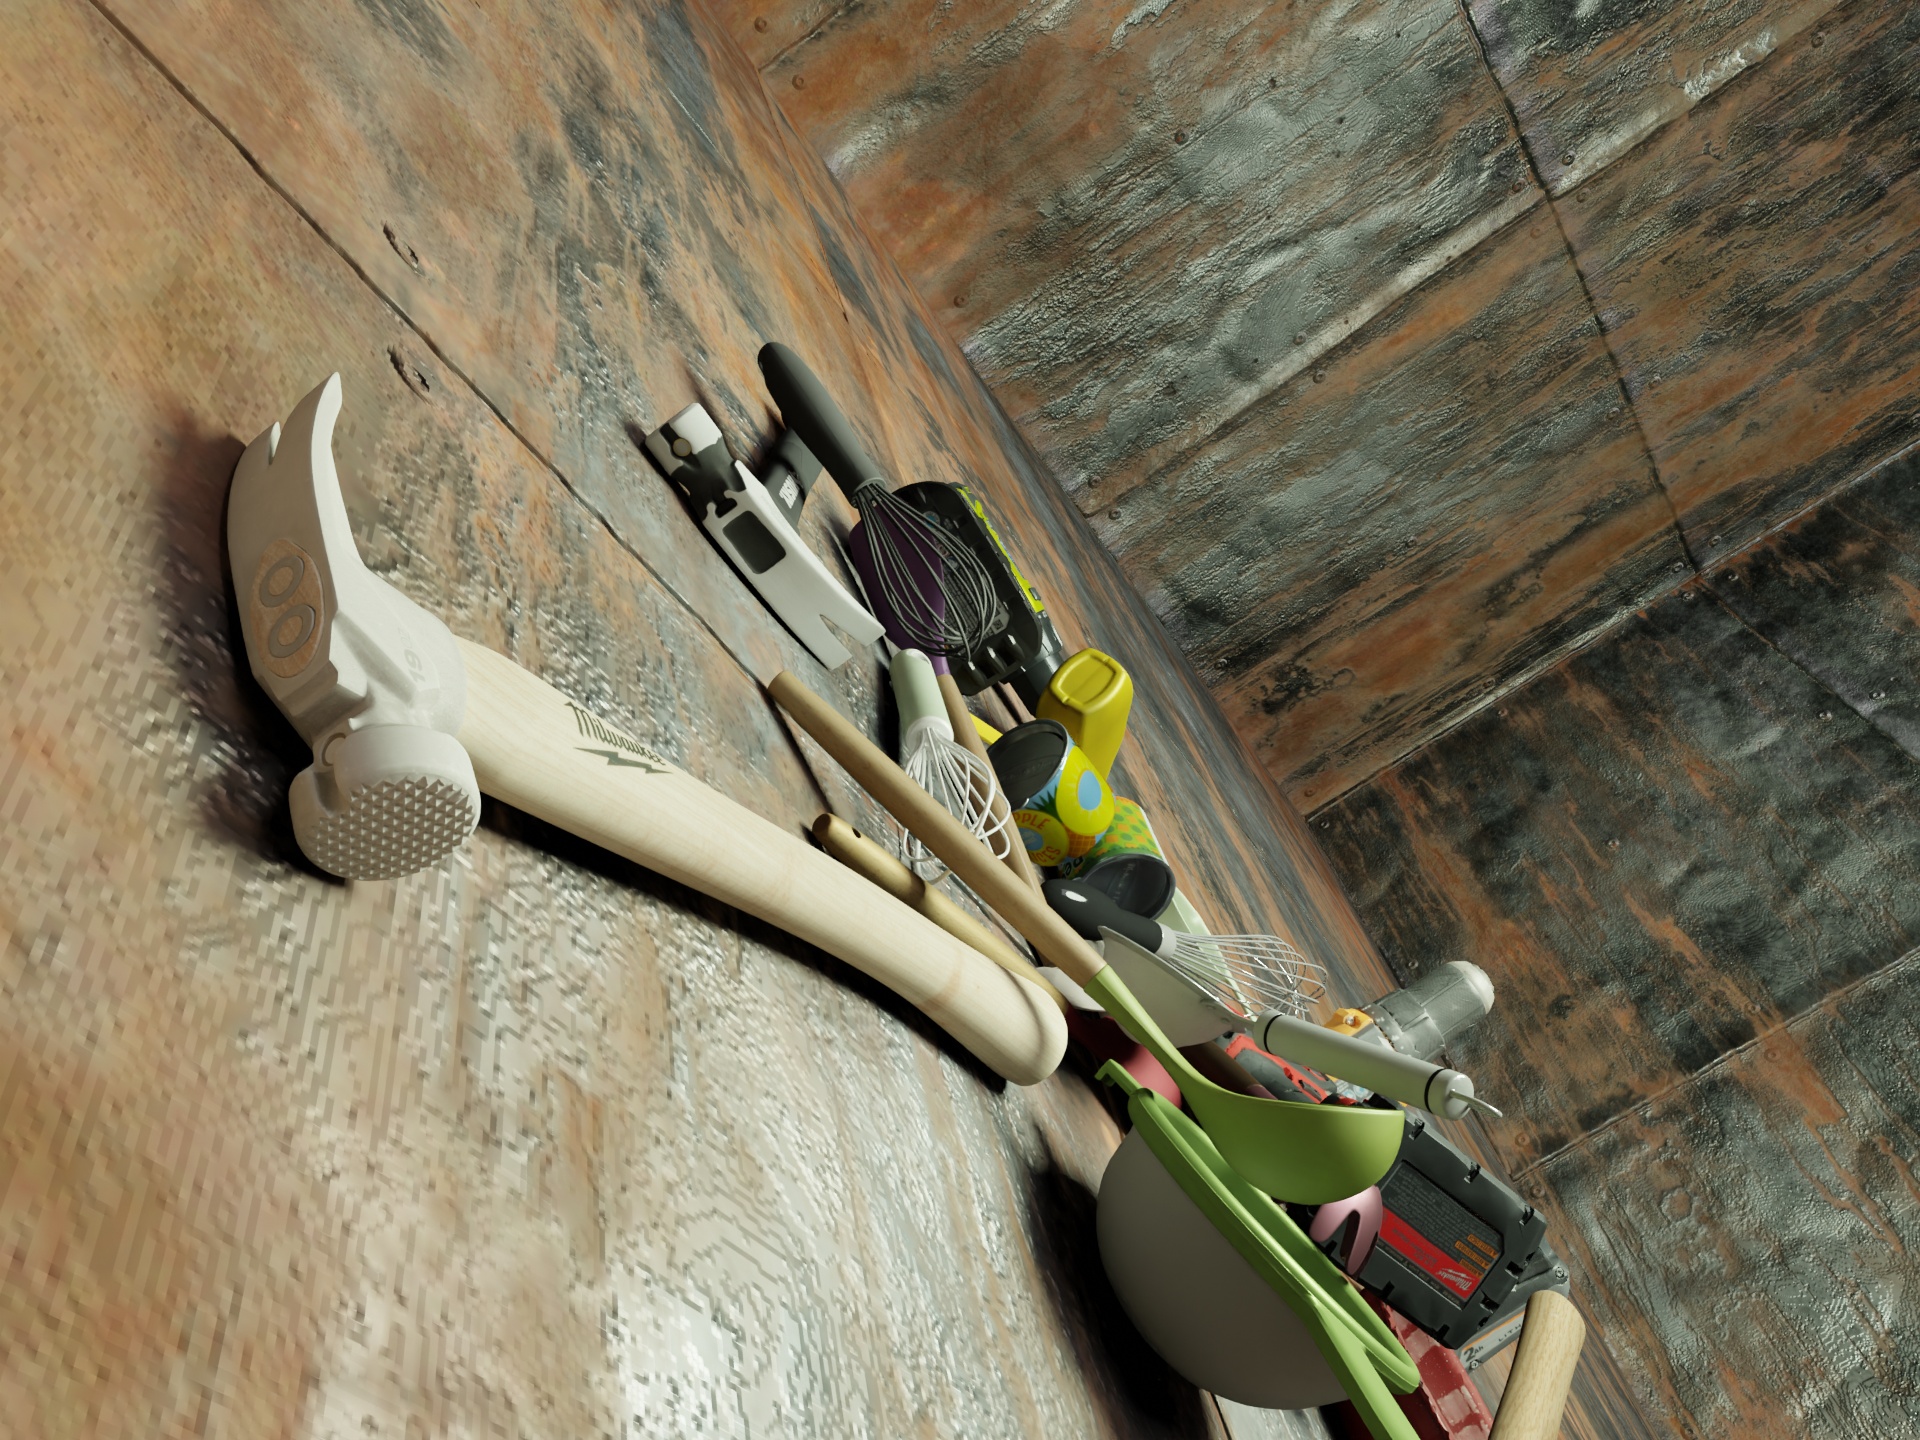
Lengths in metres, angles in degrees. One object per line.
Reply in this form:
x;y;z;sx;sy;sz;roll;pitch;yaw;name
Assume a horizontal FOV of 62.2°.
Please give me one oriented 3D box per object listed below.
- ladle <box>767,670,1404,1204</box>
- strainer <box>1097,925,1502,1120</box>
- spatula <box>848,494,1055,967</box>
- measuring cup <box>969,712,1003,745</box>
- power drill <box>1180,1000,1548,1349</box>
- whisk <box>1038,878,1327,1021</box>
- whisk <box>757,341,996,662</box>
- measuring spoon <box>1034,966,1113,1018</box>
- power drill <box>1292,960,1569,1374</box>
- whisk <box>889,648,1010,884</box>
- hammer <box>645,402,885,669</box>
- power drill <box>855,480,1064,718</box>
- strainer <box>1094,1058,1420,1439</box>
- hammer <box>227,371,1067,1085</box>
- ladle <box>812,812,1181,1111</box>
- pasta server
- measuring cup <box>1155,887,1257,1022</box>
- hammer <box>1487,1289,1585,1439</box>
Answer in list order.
0.044;0.078;0.656;0.320;0.062;0.078;42;-6;13;ladle
0.133;0.139;0.712;0.086;0.050;0.258;42;-17;-29;strainer
-0.001;-0.003;0.903;0.018;0.059;0.316;15;45;-48;spatula
0.034;0.034;1.015;0.156;0.029;0.062;35;19;-32;measuring cup
0.216;0.243;0.858;0.187;0.080;0.227;38;-3;-12;power drill
0.133;0.141;0.955;0.284;0.070;0.070;26;30;-44;whisk
-0.051;-0.124;0.849;0.239;0.055;0.055;56;10;27;whisk
0.062;0.147;0.838;0.124;0.018;0.034;27;37;-54;measuring spoon
0.298;0.281;1.016;0.226;0.185;0.084;58;-7;-6;power drill
-0.015;0.013;0.801;0.057;0.059;0.246;31;15;-18;whisk
-0.094;-0.136;0.905;0.146;0.035;0.335;52;12;-16;hammer
0.015;-0.078;1.096;0.190;0.080;0.228;58;9;2;power drill
0.108;0.229;0.576;0.151;0.069;0.256;45;1;-9;strainer
-0.065;0.044;0.530;0.410;0.038;0.146;41;18;-54;hammer
0.029;0.122;0.734;0.315;0.031;0.069;44;17;-42;ladle
0.133;0.188;0.804;0.060;0.040;0.316;45;-4;-13;pasta server
0.176;0.194;1.112;0.167;0.038;0.083;58;11;-2;measuring cup
0.252;0.364;0.731;0.130;0.031;0.331;58;31;5;hammer
